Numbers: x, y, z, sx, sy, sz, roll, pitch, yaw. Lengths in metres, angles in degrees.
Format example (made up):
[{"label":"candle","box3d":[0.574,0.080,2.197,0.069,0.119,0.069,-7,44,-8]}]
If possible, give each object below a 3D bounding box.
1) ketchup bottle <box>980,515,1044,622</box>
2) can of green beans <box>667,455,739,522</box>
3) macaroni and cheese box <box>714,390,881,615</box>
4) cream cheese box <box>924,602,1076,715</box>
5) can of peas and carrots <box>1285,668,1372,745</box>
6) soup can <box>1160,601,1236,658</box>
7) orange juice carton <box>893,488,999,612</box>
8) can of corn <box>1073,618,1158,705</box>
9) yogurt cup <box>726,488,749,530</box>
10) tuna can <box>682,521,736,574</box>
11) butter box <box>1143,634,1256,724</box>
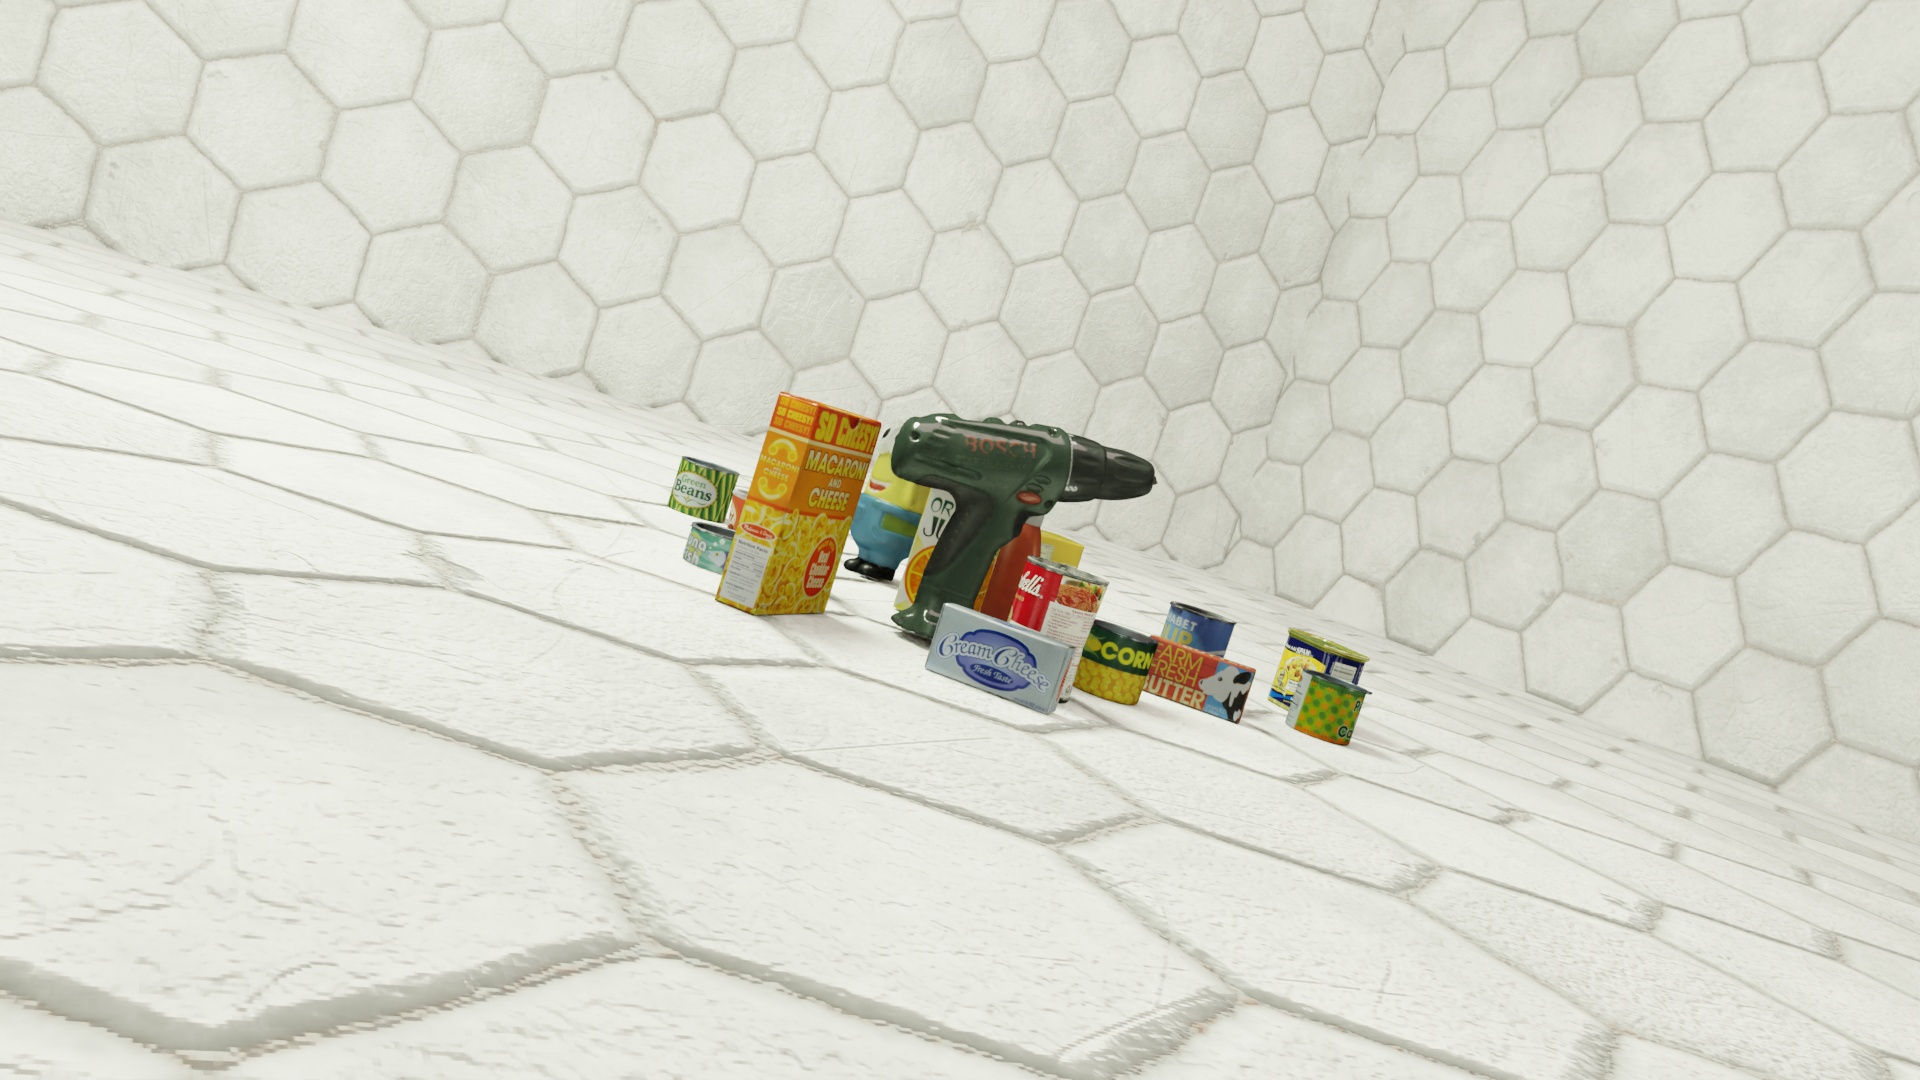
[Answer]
[{"label":"ketchup bottle","box3d":[0.051,0.016,1.385,0.065,0.148,0.043,18,4,7]},{"label":"can of green beans","box3d":[-0.284,-0.056,1.533,0.071,0.057,0.071,18,4,-1]},{"label":"macaroni and cheese box","box3d":[-0.123,-0.026,1.093,0.040,0.166,0.124,19,4,19]},{"label":"cream cheese box","box3d":[0.029,0.088,1.039,0.104,0.053,0.024,19,4,16]},{"label":"can of peas and carrots","box3d":[0.365,0.166,1.378,0.071,0.058,0.071,18,4,-1]},{"label":"soup can","box3d":[0.223,0.108,1.360,0.071,0.083,0.071,18,4,-1]},{"label":"orange juice carton","box3d":[0.005,-0.017,1.321,0.073,0.192,0.072,19,4,10]},{"label":"can of corn","box3d":[0.132,0.105,1.201,0.071,0.058,0.071,18,4,-1]},{"label":"yogurt cup","box3d":[-0.204,-0.017,1.400,0.072,0.054,0.072,18,4,-1]},{"label":"tuna can","box3d":[-0.208,0.008,1.206,0.071,0.033,0.071,18,4,-1]},{"label":"butter box","box3d":[0.218,0.128,1.293,0.103,0.053,0.024,19,4,12]}]
